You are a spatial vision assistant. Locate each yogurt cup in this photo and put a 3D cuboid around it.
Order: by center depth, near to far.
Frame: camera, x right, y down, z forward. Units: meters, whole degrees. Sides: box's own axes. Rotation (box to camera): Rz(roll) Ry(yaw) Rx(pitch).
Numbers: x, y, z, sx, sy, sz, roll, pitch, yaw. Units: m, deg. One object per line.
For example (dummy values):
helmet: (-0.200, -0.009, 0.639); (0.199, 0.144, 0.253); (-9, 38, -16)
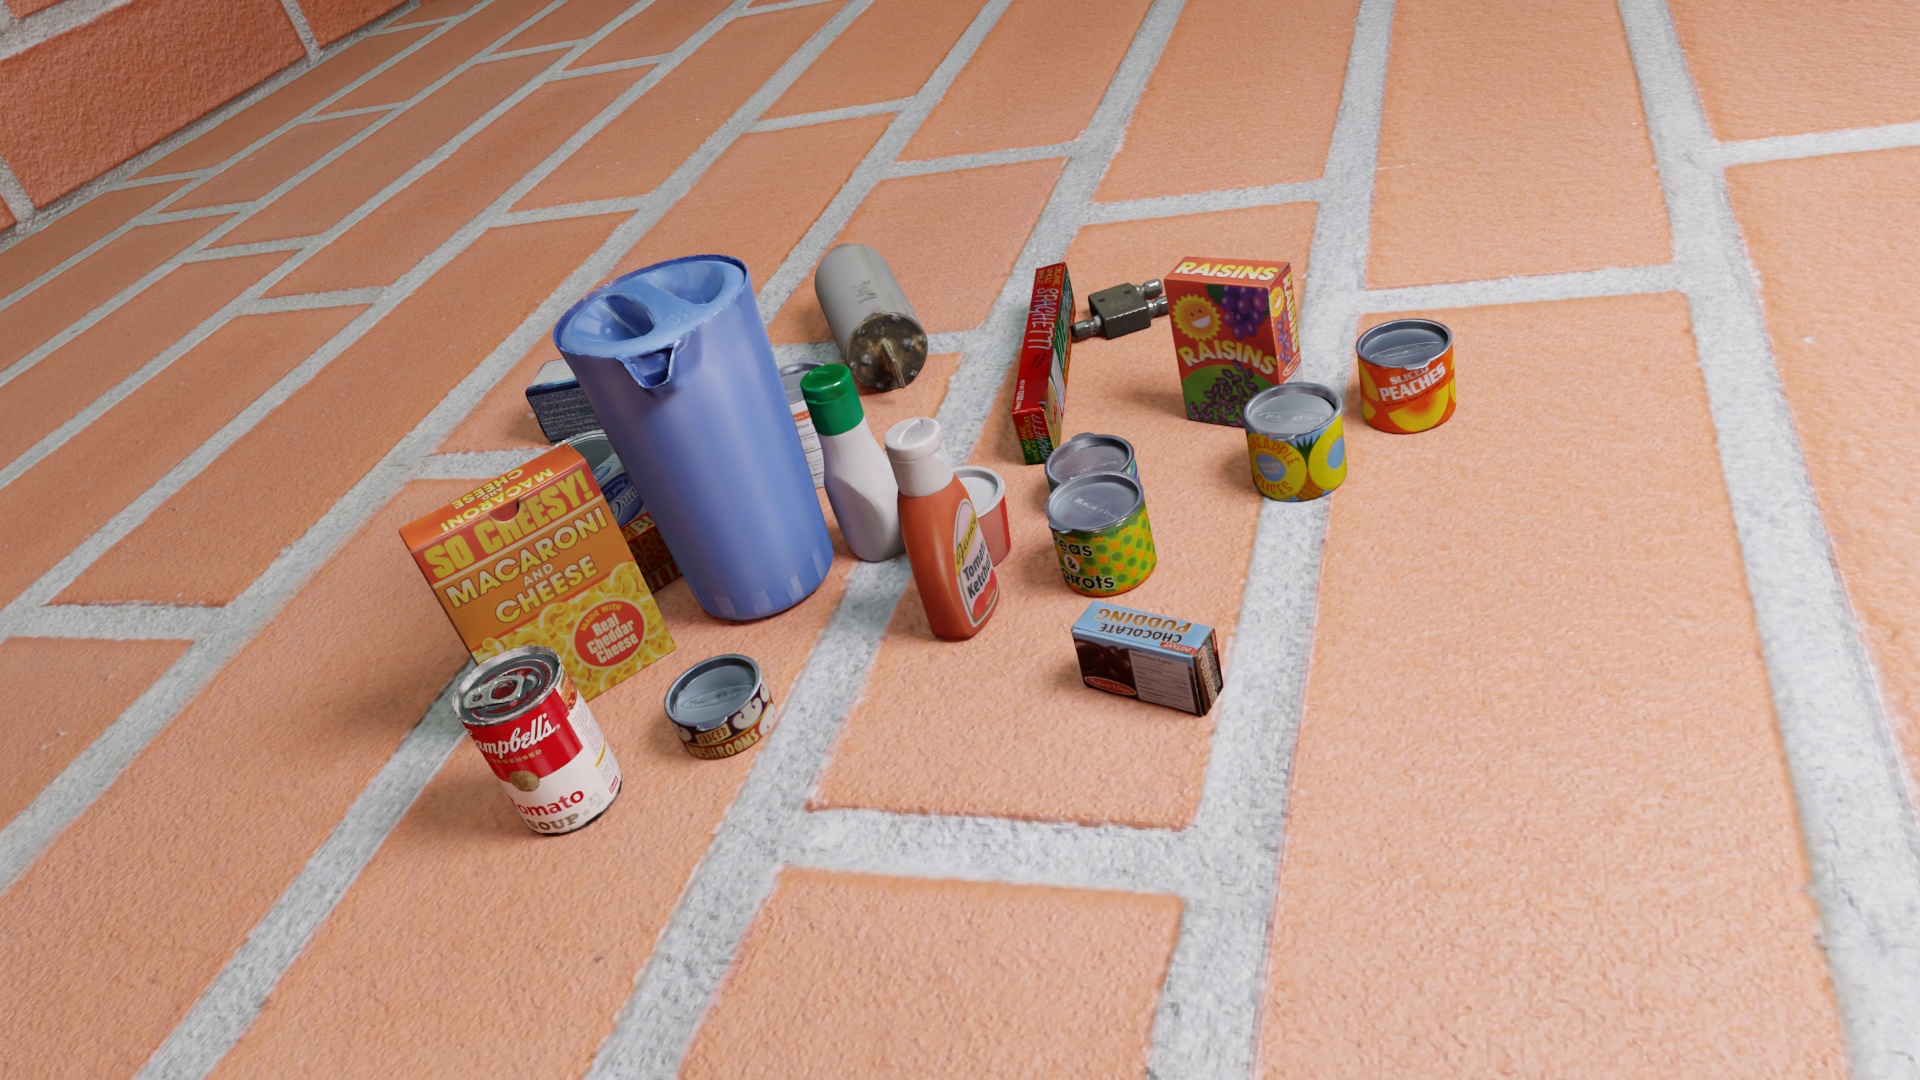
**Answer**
yogurt cup: (0.004, -0.012, 0.982); (0.072, 0.053, 0.073); (-11, 35, 8)

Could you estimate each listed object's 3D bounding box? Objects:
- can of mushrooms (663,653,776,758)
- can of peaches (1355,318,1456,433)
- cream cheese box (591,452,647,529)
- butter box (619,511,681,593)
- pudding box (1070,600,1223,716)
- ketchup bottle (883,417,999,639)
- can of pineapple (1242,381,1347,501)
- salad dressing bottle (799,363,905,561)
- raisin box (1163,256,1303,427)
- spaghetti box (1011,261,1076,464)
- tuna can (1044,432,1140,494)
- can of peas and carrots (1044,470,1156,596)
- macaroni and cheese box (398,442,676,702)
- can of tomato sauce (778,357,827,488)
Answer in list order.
can of mushrooms: (-0.155, 0.109, 0.899); (0.071, 0.033, 0.071); (-11, 35, 8)
can of peaches: (0.318, -0.116, 0.990); (0.071, 0.057, 0.071); (-11, 35, 8)
cream cheese box: (-0.286, -0.032, 1.130); (0.024, 0.053, 0.104); (11, 44, 35)
butter box: (-0.224, 0.000, 1.060); (0.104, 0.053, 0.024); (-35, 38, -24)
pudding box: (0.111, 0.069, 0.828); (0.084, 0.049, 0.030); (11, 43, 34)
ketchup bottle: (-0.014, -0.009, 0.902); (0.043, 0.148, 0.065); (2, 39, 25)
can of pineapple: (0.231, -0.067, 0.959); (0.071, 0.057, 0.071); (-11, 35, 8)
salad dressing bottle: (-0.075, -0.055, 0.992); (0.064, 0.147, 0.044); (16, 47, 39)
raisin box: (0.203, -0.144, 1.020); (0.086, 0.122, 0.040); (13, 44, 36)
spaghetti box: (0.072, -0.153, 1.151); (0.028, 0.050, 0.251); (-7, 36, 14)
tuna can: (0.096, -0.047, 1.010); (0.071, 0.032, 0.071); (-11, 35, 8)
can of peas and carrots: (0.093, -0.003, 0.928); (0.071, 0.058, 0.071); (-11, 35, 8)
macaroni and cheese box: (-0.280, 0.035, 0.936); (0.124, 0.165, 0.040); (-32, 37, -20)
can of tomato sauce: (-0.124, -0.094, 1.123); (0.071, 0.082, 0.071); (-11, 35, 8)
